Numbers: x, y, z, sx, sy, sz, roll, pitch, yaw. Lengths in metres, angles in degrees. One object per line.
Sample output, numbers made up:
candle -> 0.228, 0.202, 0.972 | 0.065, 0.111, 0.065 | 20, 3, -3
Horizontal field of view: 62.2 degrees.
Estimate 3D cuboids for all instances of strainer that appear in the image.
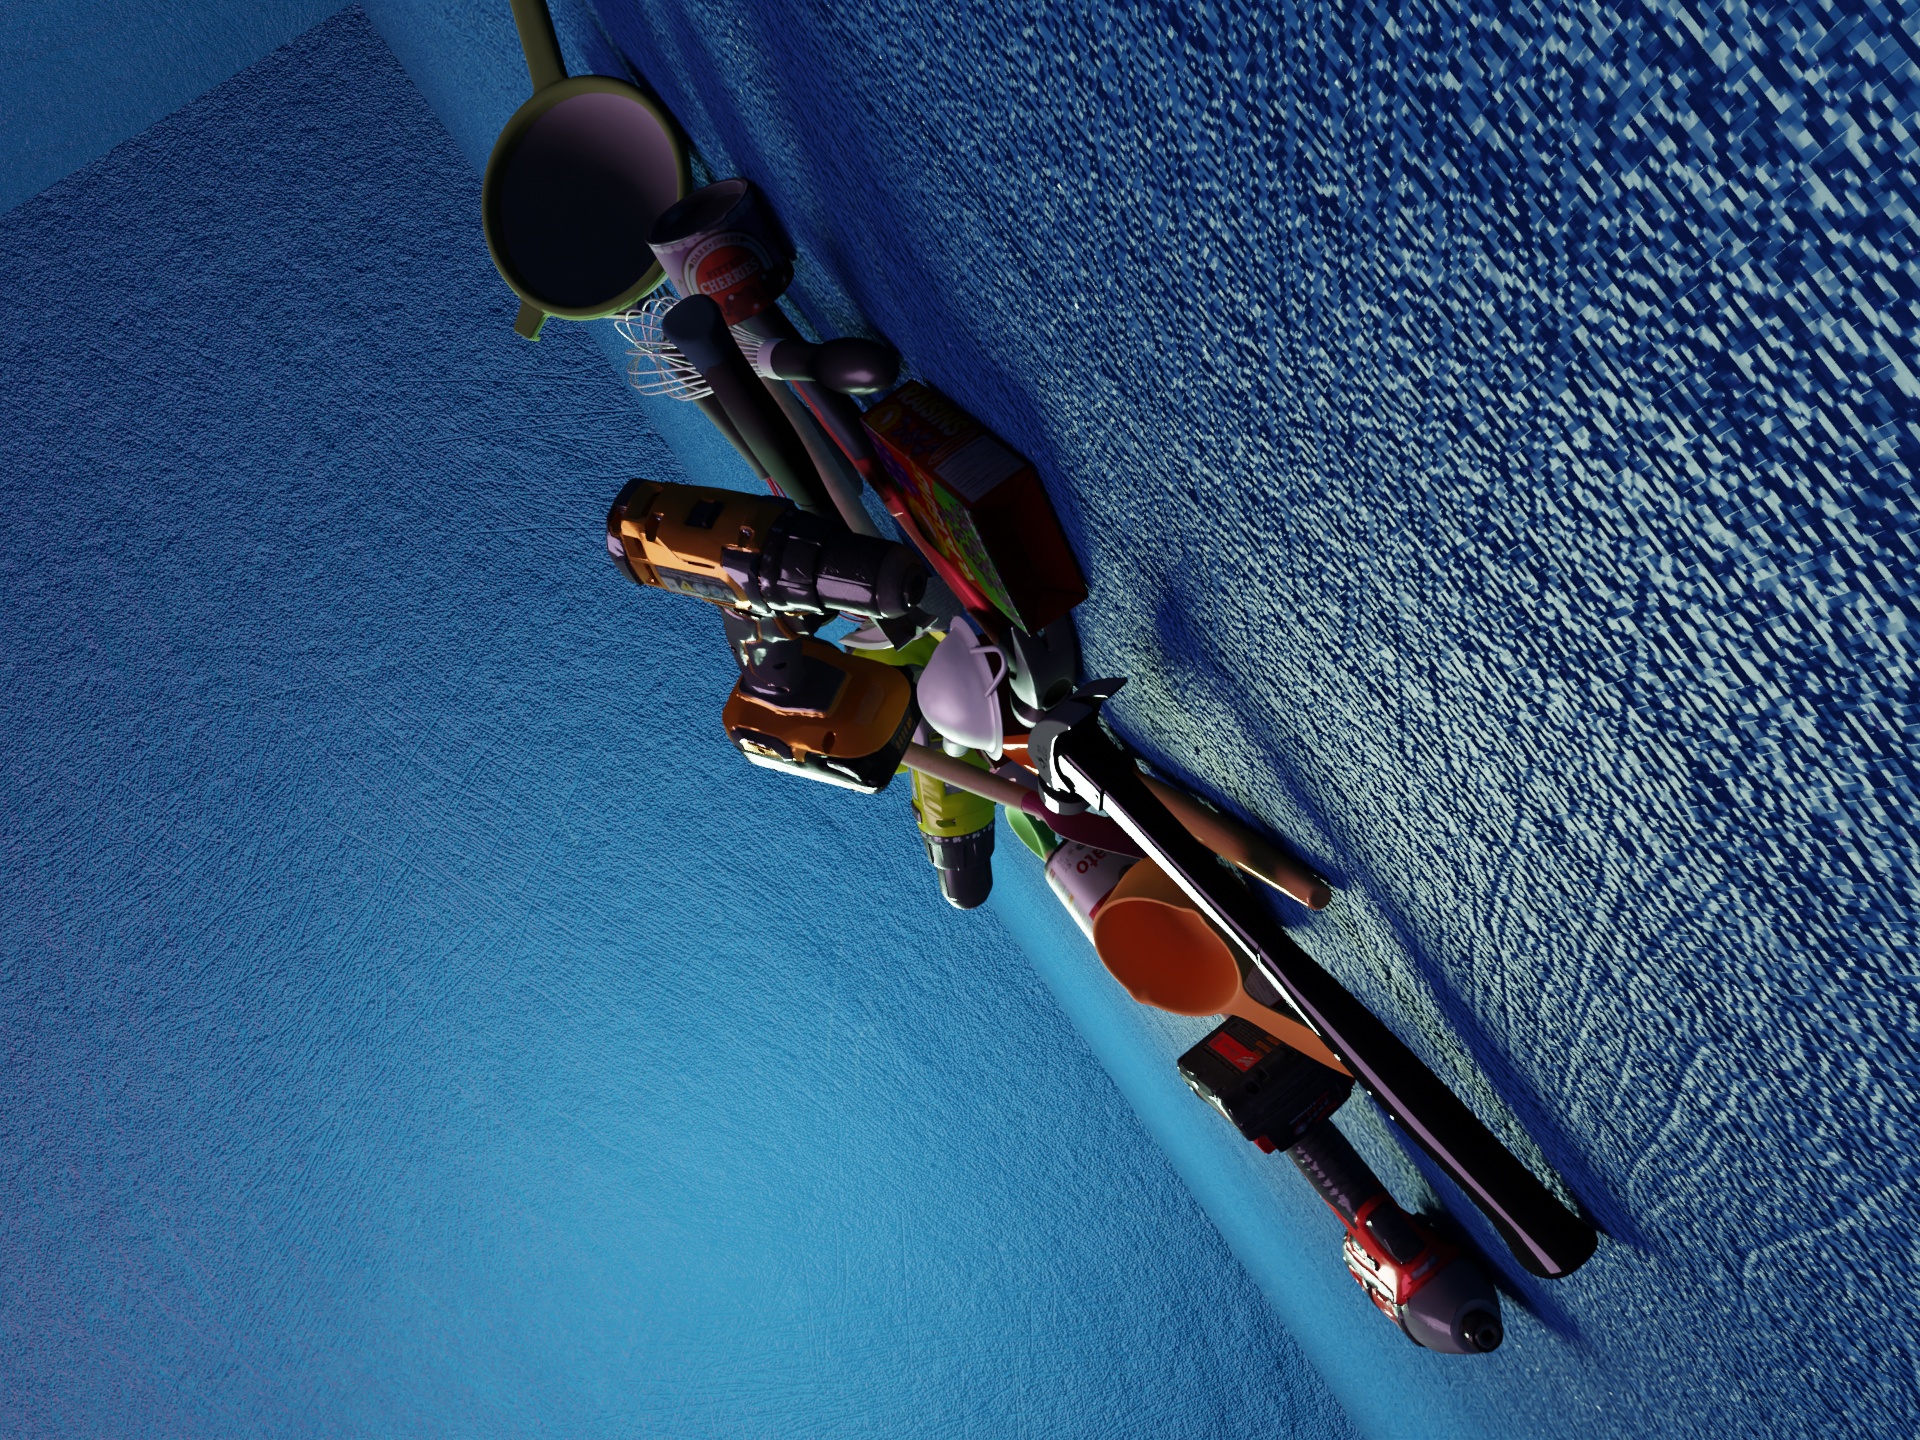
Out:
strainer -> -0.241, -0.377, 1.021 | 0.069, 0.151, 0.256 | -4, -104, -70
strainer -> -0.002, -0.003, 0.984 | 0.258, 0.050, 0.087 | 97, 156, -79

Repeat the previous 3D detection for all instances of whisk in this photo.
whisk -> -0.134, -0.179, 1.224 | 0.295, 0.073, 0.073 | 50, 177, -31
whisk -> -0.123, -0.213, 0.926 | 0.285, 0.070, 0.070 | 20, 148, 50
whisk -> -0.151, -0.257, 1.176 | 0.239, 0.055, 0.055 | 51, 174, 0

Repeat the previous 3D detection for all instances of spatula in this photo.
spatula -> 0.106, 0.051, 0.857 | 0.081, 0.041, 0.323 | 32, -179, -22

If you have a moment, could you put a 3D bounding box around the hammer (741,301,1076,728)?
hammer -> -0.056, -0.167, 0.952 | 0.387, 0.038, 0.143 | 53, 172, 19

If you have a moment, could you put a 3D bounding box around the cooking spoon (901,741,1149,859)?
cooking spoon -> 0.026, 0.044, 1.015 | 0.068, 0.017, 0.319 | 7, -171, -46

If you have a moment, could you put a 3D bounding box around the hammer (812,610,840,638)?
hammer -> -0.126, -0.097, 1.162 | 0.127, 0.034, 0.337 | 61, 173, -7

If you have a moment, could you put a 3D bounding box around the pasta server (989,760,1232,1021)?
pasta server -> 0.111, 0.126, 1.231 | 0.317, 0.040, 0.060 | 49, -172, 37

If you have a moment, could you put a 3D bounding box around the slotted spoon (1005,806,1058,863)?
slotted spoon -> 0.085, 0.124, 1.333 | 0.070, 0.031, 0.314 | 56, 180, -14

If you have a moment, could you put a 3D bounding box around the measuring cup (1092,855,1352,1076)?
measuring cup -> 0.159, 0.135, 0.872 | 0.173, 0.052, 0.095 | 30, 138, 8

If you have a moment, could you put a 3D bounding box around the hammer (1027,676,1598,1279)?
hammer -> 0.151, 0.112, 0.721 | 0.335, 0.035, 0.146 | 47, 167, 18

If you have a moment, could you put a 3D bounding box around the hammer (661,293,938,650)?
hammer -> -0.092, -0.137, 0.925 | 0.128, 0.033, 0.330 | 49, 177, 27

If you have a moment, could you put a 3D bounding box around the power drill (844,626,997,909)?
power drill -> -0.026, 0.025, 1.268 | 0.229, 0.080, 0.190 | -123, 22, -63

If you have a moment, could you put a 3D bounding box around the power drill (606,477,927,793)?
power drill -> -0.086, -0.047, 0.930 | 0.185, 0.084, 0.226 | 13, 151, 24

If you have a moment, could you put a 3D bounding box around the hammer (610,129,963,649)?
hammer -> -0.141, -0.232, 1.117 | 0.410, 0.038, 0.146 | 59, 153, -12

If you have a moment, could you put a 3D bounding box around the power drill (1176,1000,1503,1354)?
power drill -> 0.232, 0.274, 0.935 | 0.219, 0.078, 0.143 | 53, 174, -7

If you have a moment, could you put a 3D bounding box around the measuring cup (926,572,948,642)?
measuring cup -> -0.009, -0.074, 1.182 | 0.157, 0.029, 0.062 | 40, 162, 19
